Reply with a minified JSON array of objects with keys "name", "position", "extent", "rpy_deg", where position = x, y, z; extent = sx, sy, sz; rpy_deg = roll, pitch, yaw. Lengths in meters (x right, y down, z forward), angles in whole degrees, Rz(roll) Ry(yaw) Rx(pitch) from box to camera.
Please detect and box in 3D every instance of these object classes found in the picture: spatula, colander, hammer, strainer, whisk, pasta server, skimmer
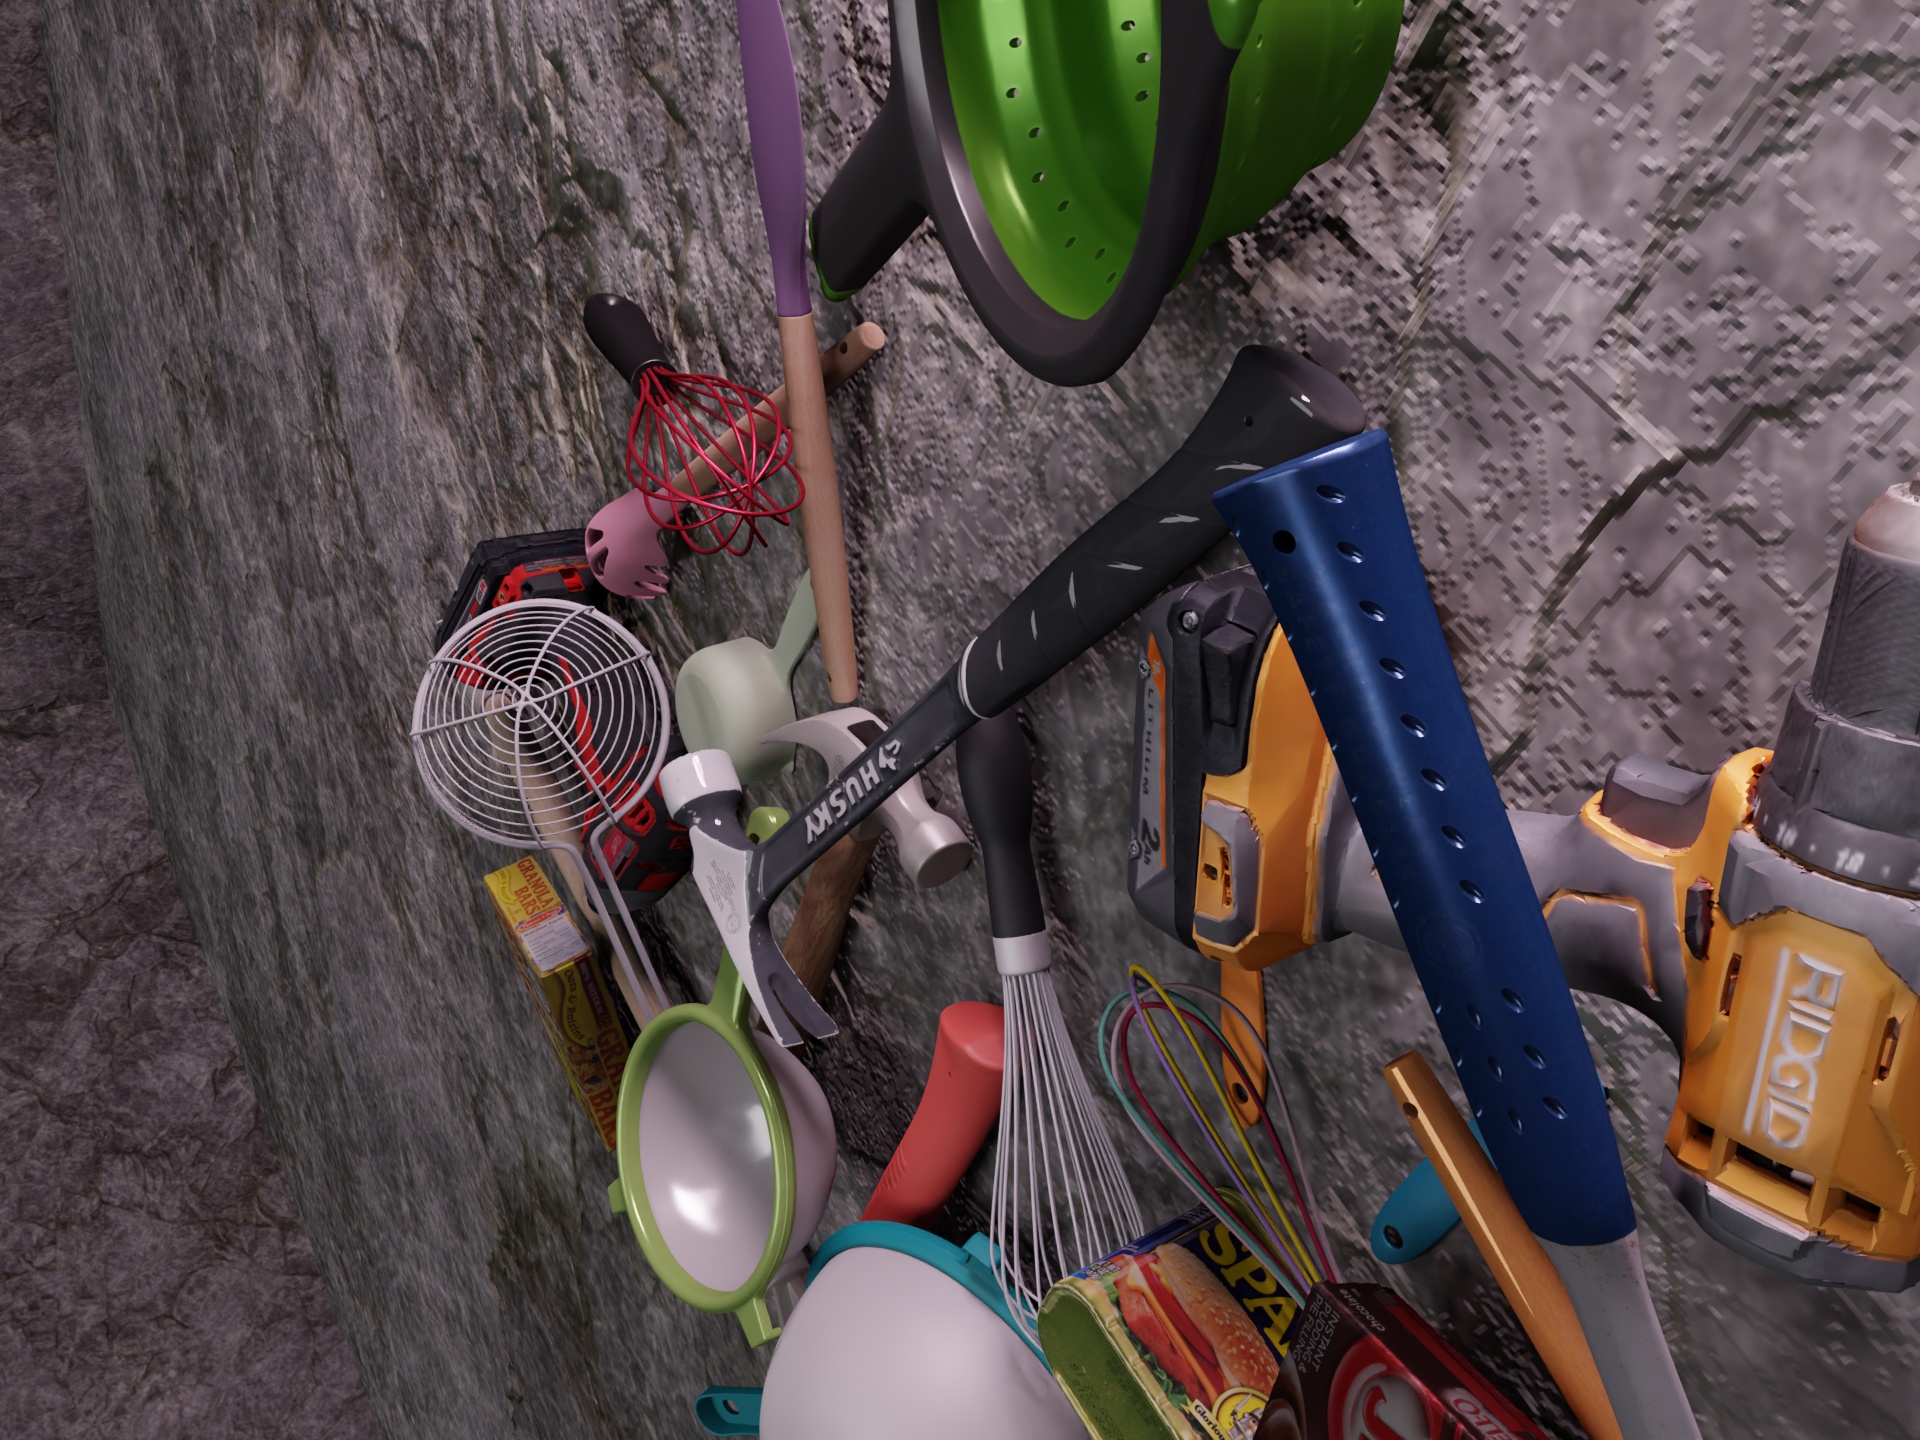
[{"name":"spatula","position":[-0.066,-0.147,0.676],"extent":[0.060,0.018,0.315],"rpy_deg":[43,144,53]},{"name":"spatula","position":[0.203,0.243,0.443],"extent":[0.323,0.041,0.081],"rpy_deg":[61,146,12]},{"name":"colander","position":[0.030,-0.201,0.507],"extent":[0.397,0.094,0.204],"rpy_deg":[-178,74,-74]},{"name":"hammer","position":[-0.232,0.112,1.014],"extent":[0.411,0.038,0.146],"rpy_deg":[57,160,21]},{"name":"strainer","position":[-0.099,0.167,0.803],"extent":[0.152,0.069,0.256],"rpy_deg":[21,103,45]},{"name":"strainer","position":[-0.065,0.368,0.786],"extent":[0.340,0.095,0.211],"rpy_deg":[-25,93,46]},{"name":"whisk","position":[0.120,0.192,0.547],"extent":[0.245,0.051,0.047],"rpy_deg":[59,140,13]},{"name":"pasta server","position":[-0.121,-0.126,0.796],"extent":[0.316,0.040,0.060],"rpy_deg":[-23,84,52]},{"name":"hammer","position":[-0.081,0.123,0.828],"extent":[0.130,0.031,0.331],"rpy_deg":[52,140,30]},{"name":"hammer","position":[0.154,0.128,0.371],"extent":[0.144,0.035,0.405],"rpy_deg":[-15,99,51]},{"name":"skimmer","position":[-0.179,0.112,0.859],"extent":[0.090,0.127,0.363],"rpy_deg":[-127,18,-60]},{"name":"whisk","position":[0.029,0.126,0.651],"extent":[0.070,0.070,0.284],"rpy_deg":[-9,90,56]},{"name":"whisk","position":[-0.138,-0.152,0.746],"extent":[0.296,0.073,0.073],"rpy_deg":[-127,37,-52]},{"name":"hammer","position":[-0.029,0.262,0.803],"extent":[0.149,0.036,0.358],"rpy_deg":[54,141,28]},{"name":"hammer","position":[-0.001,-0.002,0.609],"extent":[0.409,0.036,0.149],"rpy_deg":[-41,65,45]}]

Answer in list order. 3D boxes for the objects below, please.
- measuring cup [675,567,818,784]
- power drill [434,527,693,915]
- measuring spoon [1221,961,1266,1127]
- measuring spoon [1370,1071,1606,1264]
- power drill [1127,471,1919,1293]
[{"name":"measuring cup","position":[-0.104,-0.026,0.795],"extent":[0.083,0.038,0.167],"rpy_deg":[61,146,19]},{"name":"power drill","position":[-0.223,0.006,0.941],"extent":[0.220,0.078,0.143],"rpy_deg":[57,134,19]},{"name":"measuring spoon","position":[0.099,0.096,0.574],"extent":[0.021,0.011,0.117],"rpy_deg":[16,116,52]},{"name":"measuring spoon","position":[0.155,0.141,0.500],"extent":[0.042,0.021,0.128],"rpy_deg":[52,140,30]},{"name":"power drill","position":[0.151,0.014,0.409],"extent":[0.226,0.084,0.185],"rpy_deg":[24,122,44]}]
